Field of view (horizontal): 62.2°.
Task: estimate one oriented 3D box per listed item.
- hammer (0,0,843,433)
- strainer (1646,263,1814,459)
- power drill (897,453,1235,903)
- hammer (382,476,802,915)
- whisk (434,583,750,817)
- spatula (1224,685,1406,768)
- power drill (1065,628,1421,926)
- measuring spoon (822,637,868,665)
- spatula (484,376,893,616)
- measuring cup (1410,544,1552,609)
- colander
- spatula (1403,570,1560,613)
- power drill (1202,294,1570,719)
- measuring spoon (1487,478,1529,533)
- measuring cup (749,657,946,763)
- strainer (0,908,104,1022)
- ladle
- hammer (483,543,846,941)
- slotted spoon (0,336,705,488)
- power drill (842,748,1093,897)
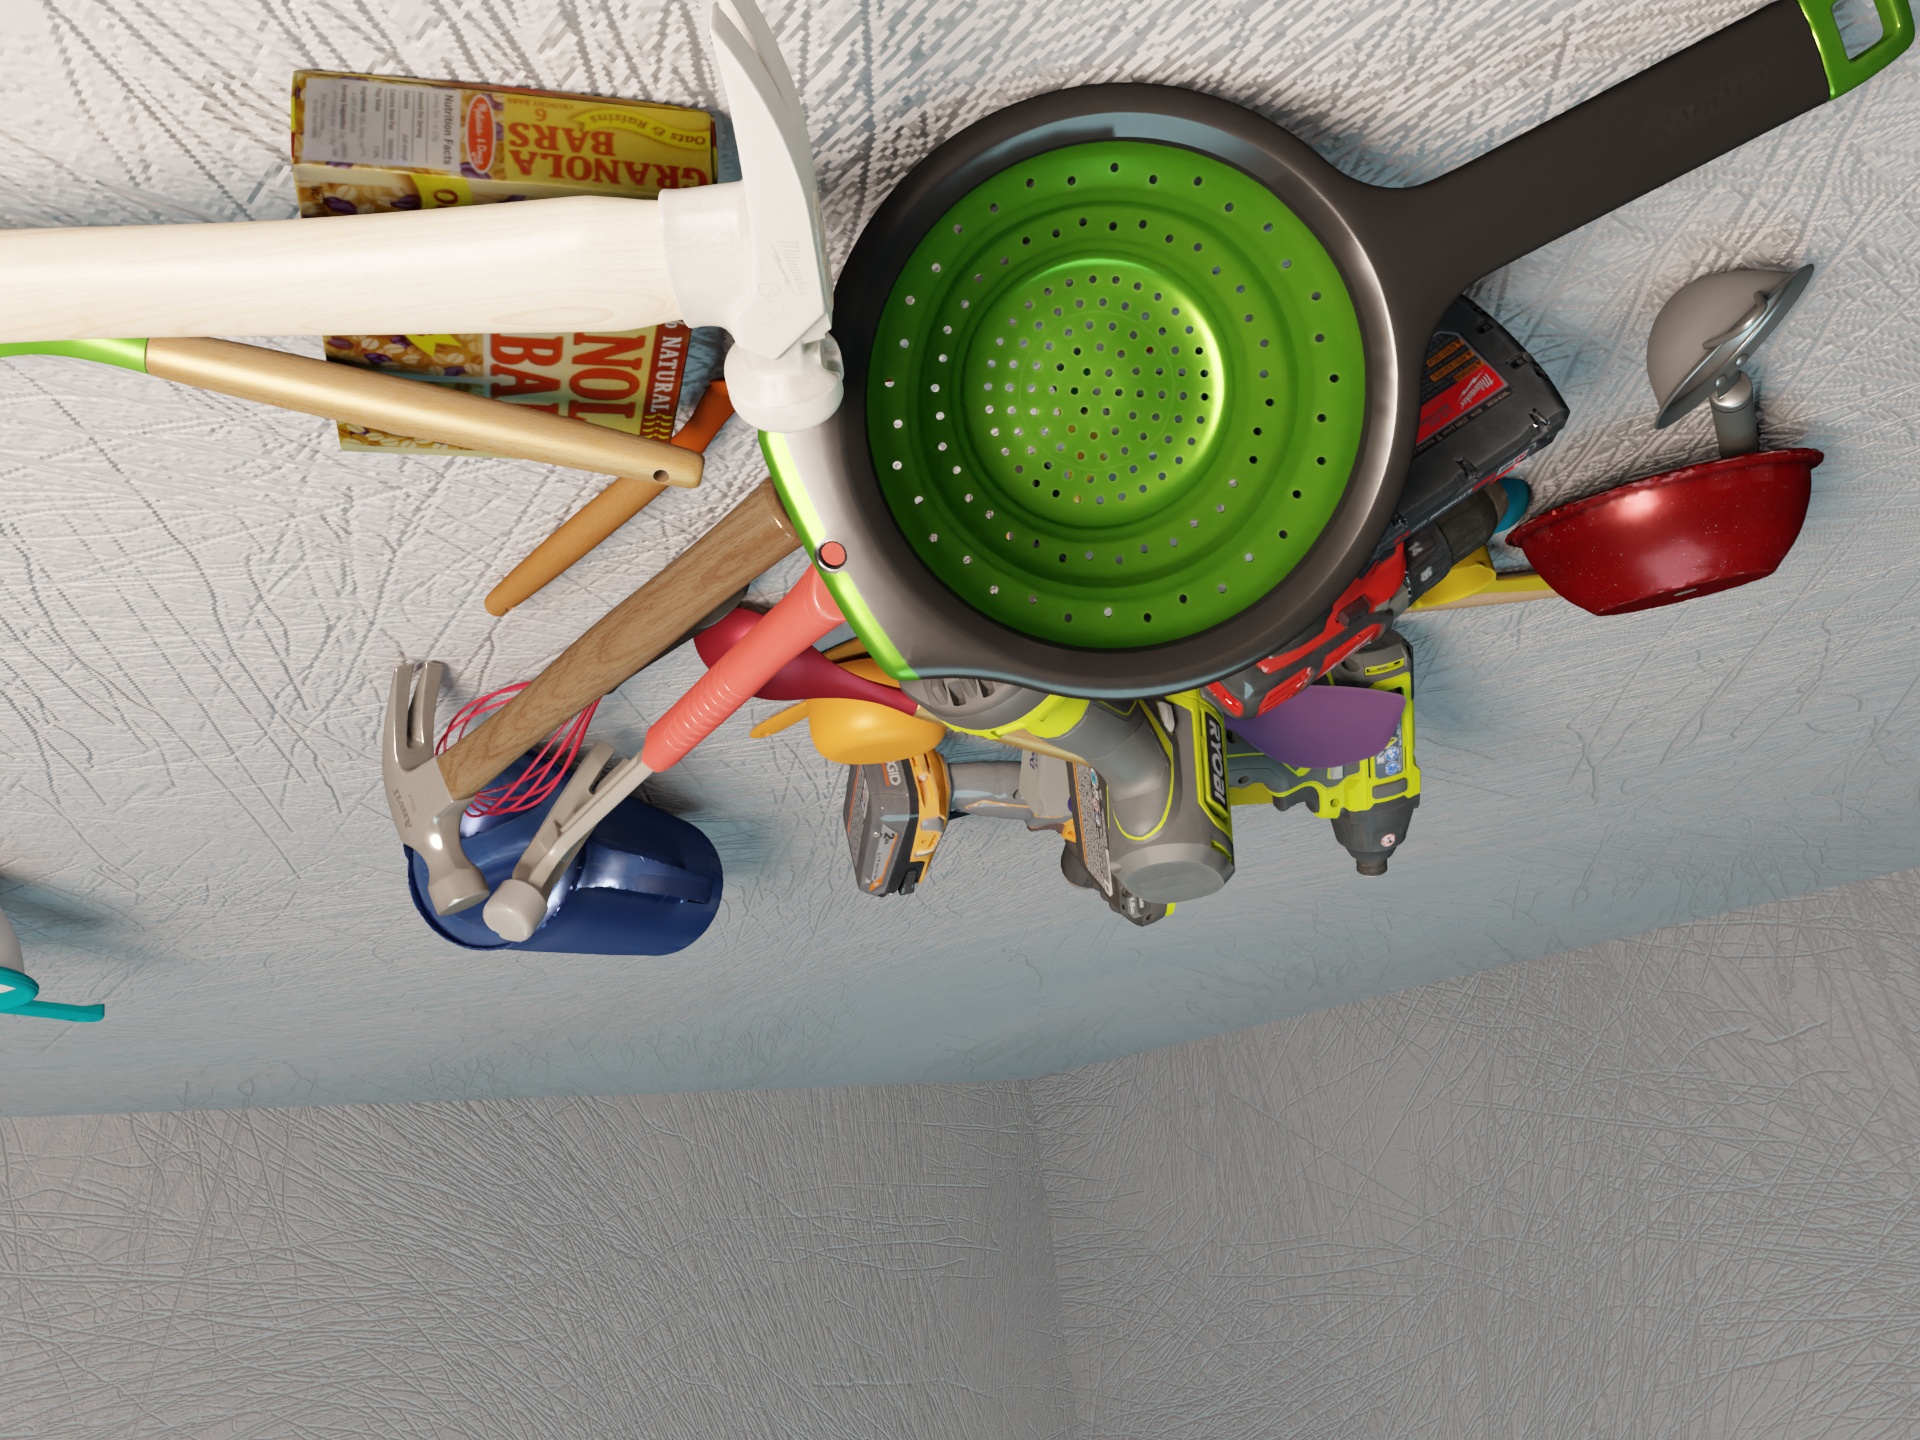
[{"bbox_3d":[-0.244,-0.132,0.456,0.410,0.038,0.146,-3,149,1],"label":"hammer"},{"bbox_3d":[0.353,-0.155,0.735,0.087,0.050,0.258,-47,154,15],"label":"strainer"},{"bbox_3d":[0.066,-0.033,0.805,0.080,0.191,0.228,-18,145,29],"label":"power drill"},{"bbox_3d":[-0.197,-0.024,0.819,0.331,0.130,0.031,-33,167,31],"label":"hammer"},{"bbox_3d":[-0.214,-0.017,0.897,0.073,0.073,0.296,12,147,-45],"label":"whisk"},{"bbox_3d":[0.126,-0.003,0.929,0.315,0.018,0.059,5,120,-23],"label":"spatula"},{"bbox_3d":[0.189,0.045,1.022,0.223,0.171,0.080,-14,-156,-13],"label":"power drill"},{"bbox_3d":[-0.046,-0.045,0.942,0.117,0.011,0.021,-20,158,33],"label":"measuring spoon"},{"bbox_3d":[-0.135,-0.099,0.703,0.081,0.041,0.322,-19,176,-44],"label":"spatula"},{"bbox_3d":[0.322,-0.092,0.936,0.156,0.029,0.062,-5,162,-23],"label":"measuring cup"},{"bbox_3d":[0.125,-0.152,0.565,0.397,0.204,0.094,-26,-167,7],"label":"colander"},{"bbox_3d":[0.292,-0.065,0.973,0.317,0.044,0.082,-7,-179,-6],"label":"spatula"},{"bbox_3d":[0.199,-0.098,0.737,0.188,0.080,0.226,-33,162,-11],"label":"power drill"},{"bbox_3d":[0.251,-0.101,0.878,0.128,0.021,0.042,-17,159,21],"label":"measuring spoon"},{"bbox_3d":[-0.080,0.008,1.017,0.095,0.052,0.173,5,160,-43],"label":"measuring cup"},{"bbox_3d":[-0.740,0.162,1.154,0.211,0.095,0.340,-8,164,8],"label":"strainer"},{"bbox_3d":[-0.001,-0.003,0.910,0.315,0.031,0.069,15,146,-13],"label":"ladle"},{"bbox_3d":[-0.141,-0.003,0.838,0.036,0.149,0.359,39,135,-15],"label":"hammer"},{"bbox_3d":[-0.242,-0.116,0.531,0.313,0.031,0.070,11,140,-12],"label":"slotted spoon"},{"bbox_3d":[0.033,0.071,1.158,0.226,0.084,0.185,-5,143,-14],"label":"power drill"}]
